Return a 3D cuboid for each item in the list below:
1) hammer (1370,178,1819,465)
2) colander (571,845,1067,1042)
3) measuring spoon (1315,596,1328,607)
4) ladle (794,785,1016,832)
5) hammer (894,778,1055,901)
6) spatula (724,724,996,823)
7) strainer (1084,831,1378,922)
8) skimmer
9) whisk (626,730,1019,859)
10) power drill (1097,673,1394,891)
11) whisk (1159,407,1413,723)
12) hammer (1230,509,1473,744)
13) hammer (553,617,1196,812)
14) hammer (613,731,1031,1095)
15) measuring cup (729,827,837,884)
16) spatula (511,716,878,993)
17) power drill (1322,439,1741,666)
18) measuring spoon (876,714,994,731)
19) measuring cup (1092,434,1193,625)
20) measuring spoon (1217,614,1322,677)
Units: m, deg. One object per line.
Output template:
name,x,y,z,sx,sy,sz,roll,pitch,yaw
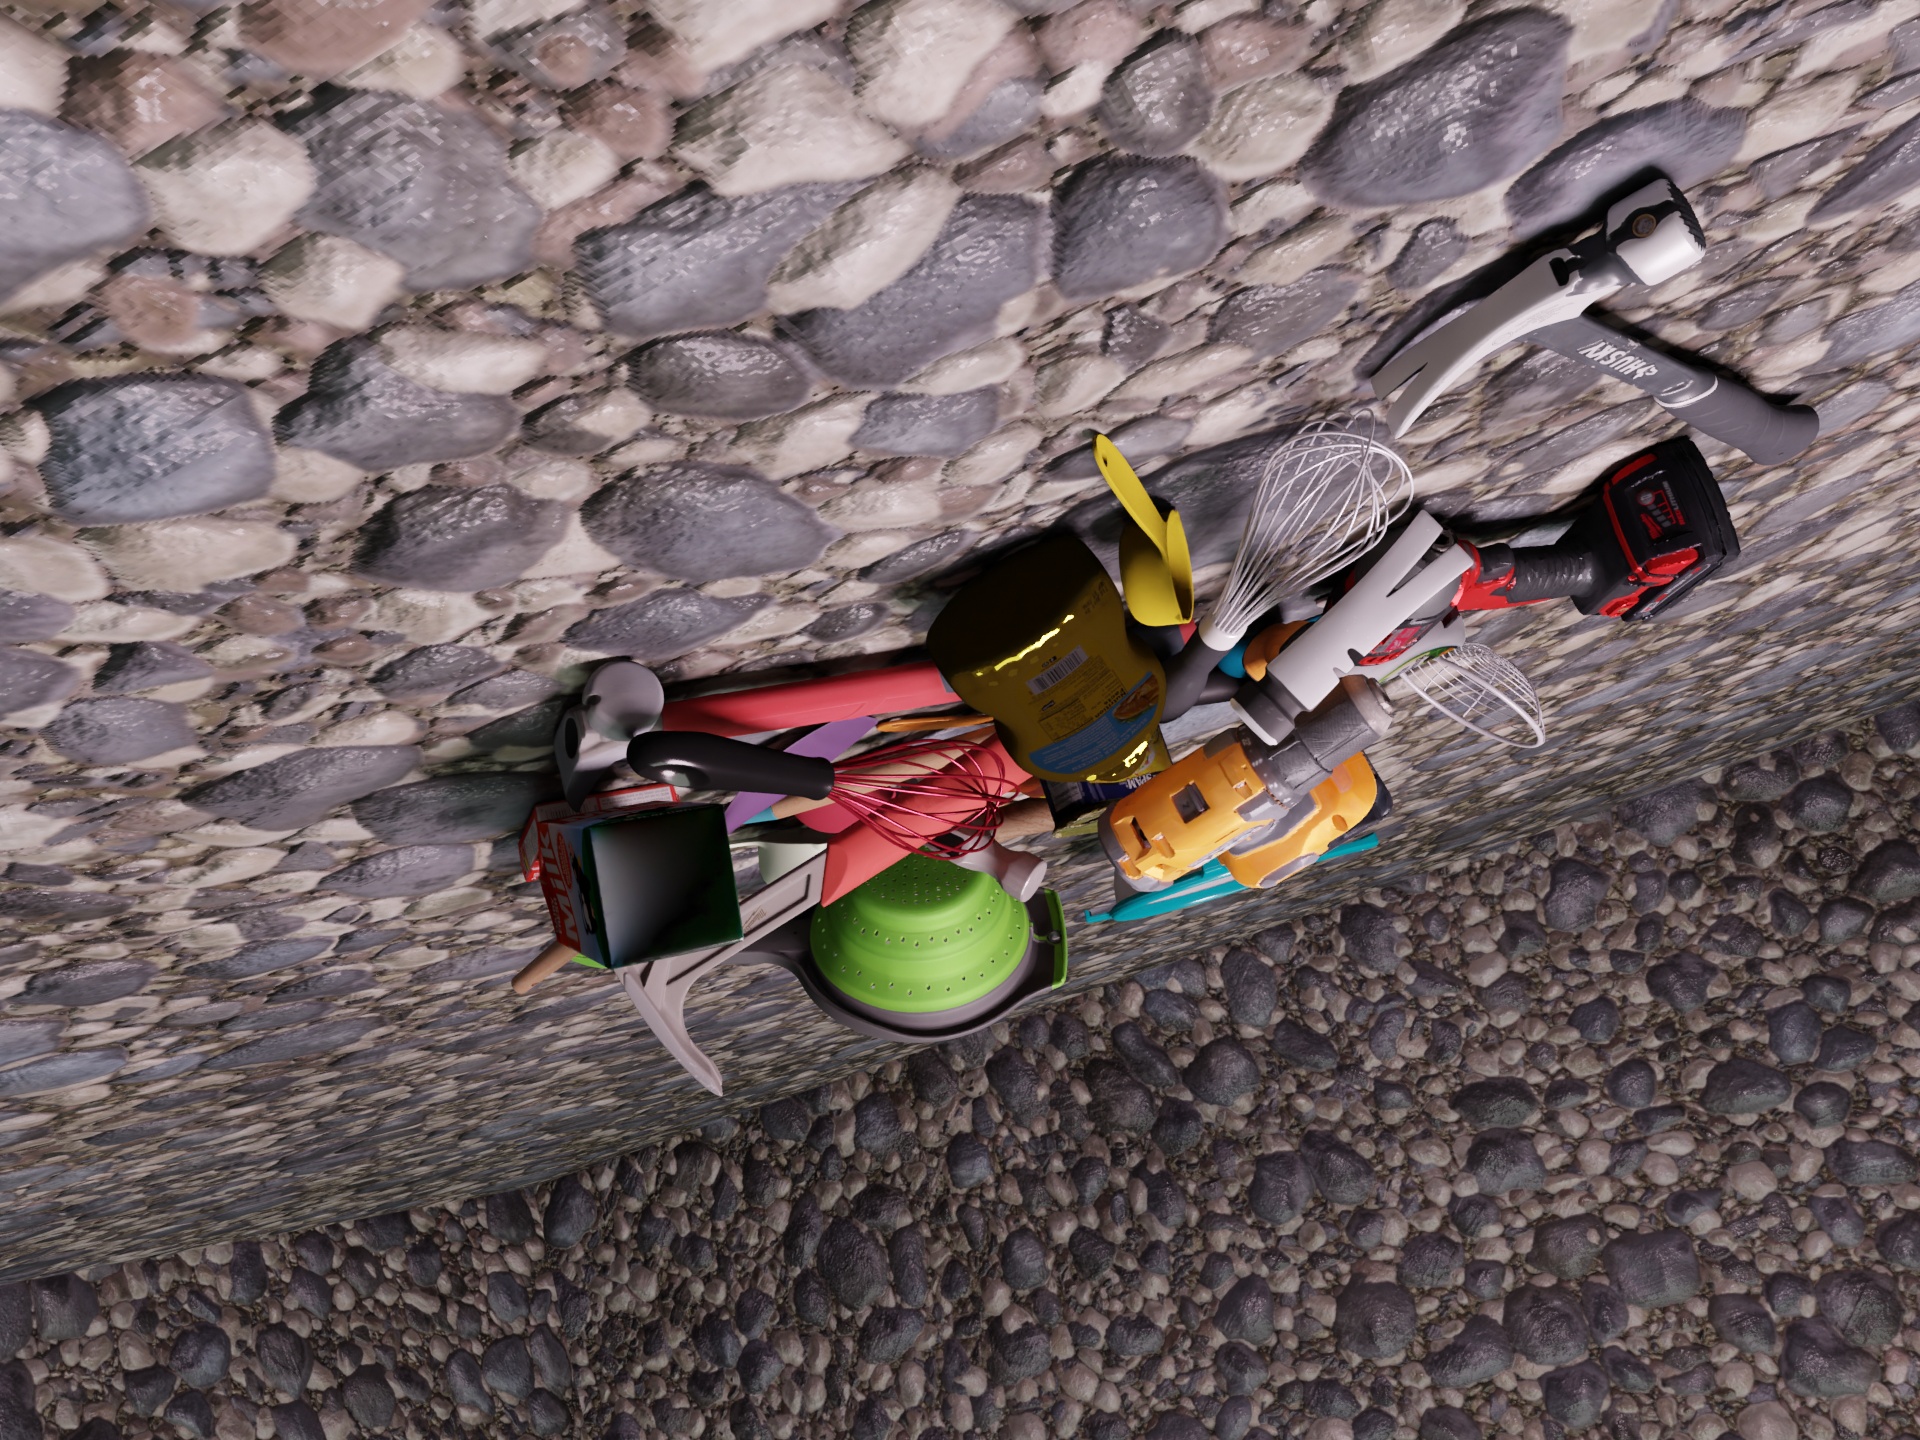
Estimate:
hammer,0.355,-0.168,0.803,0.149,0.036,0.408,-29,161,37
colander,-0.115,0.147,1.248,0.397,0.205,0.094,-2,129,0
measuring spoon,0.290,-0.090,1.042,0.124,0.018,0.034,-8,164,-9
ladle,-0.020,0.068,1.210,0.069,0.031,0.315,-28,163,26
hammer,0.052,0.070,1.183,0.031,0.130,0.331,-66,160,12
spatula,-0.097,0.061,1.055,0.317,0.044,0.082,-19,151,10
strainer,0.283,0.110,1.556,0.340,0.095,0.211,-8,164,-37
skimmer,0.267,-0.005,1.153,0.363,0.090,0.127,-7,-164,-25
whisk,-0.064,0.034,0.862,0.073,0.073,0.295,-28,157,31
power drill,0.204,0.039,0.998,0.185,0.084,0.226,-35,161,21
whisk,0.149,-0.064,0.829,0.070,0.070,0.284,-12,158,-20
hammer,0.196,-0.047,0.890,0.127,0.034,0.337,-44,177,6
hammer,-0.032,-0.014,0.898,0.386,0.038,0.143,-10,163,-27
hammer,-0.048,0.084,0.999,0.359,0.149,0.037,-32,-166,-2
measuring cup,-0.151,0.104,1.133,0.167,0.038,0.083,-5,-174,-17
spatula,-0.179,0.087,1.017,0.316,0.018,0.059,-38,159,19
power drill,0.338,-0.096,0.958,0.219,0.079,0.143,-12,163,-8
measuring spoon,-0.002,-0.003,1.024,0.117,0.011,0.021,-5,165,-28
measuring cup,0.078,-0.092,0.753,0.029,0.062,0.156,-8,157,22
measuring spoon,0.236,-0.055,1.074,0.128,0.021,0.042,-20,164,6
